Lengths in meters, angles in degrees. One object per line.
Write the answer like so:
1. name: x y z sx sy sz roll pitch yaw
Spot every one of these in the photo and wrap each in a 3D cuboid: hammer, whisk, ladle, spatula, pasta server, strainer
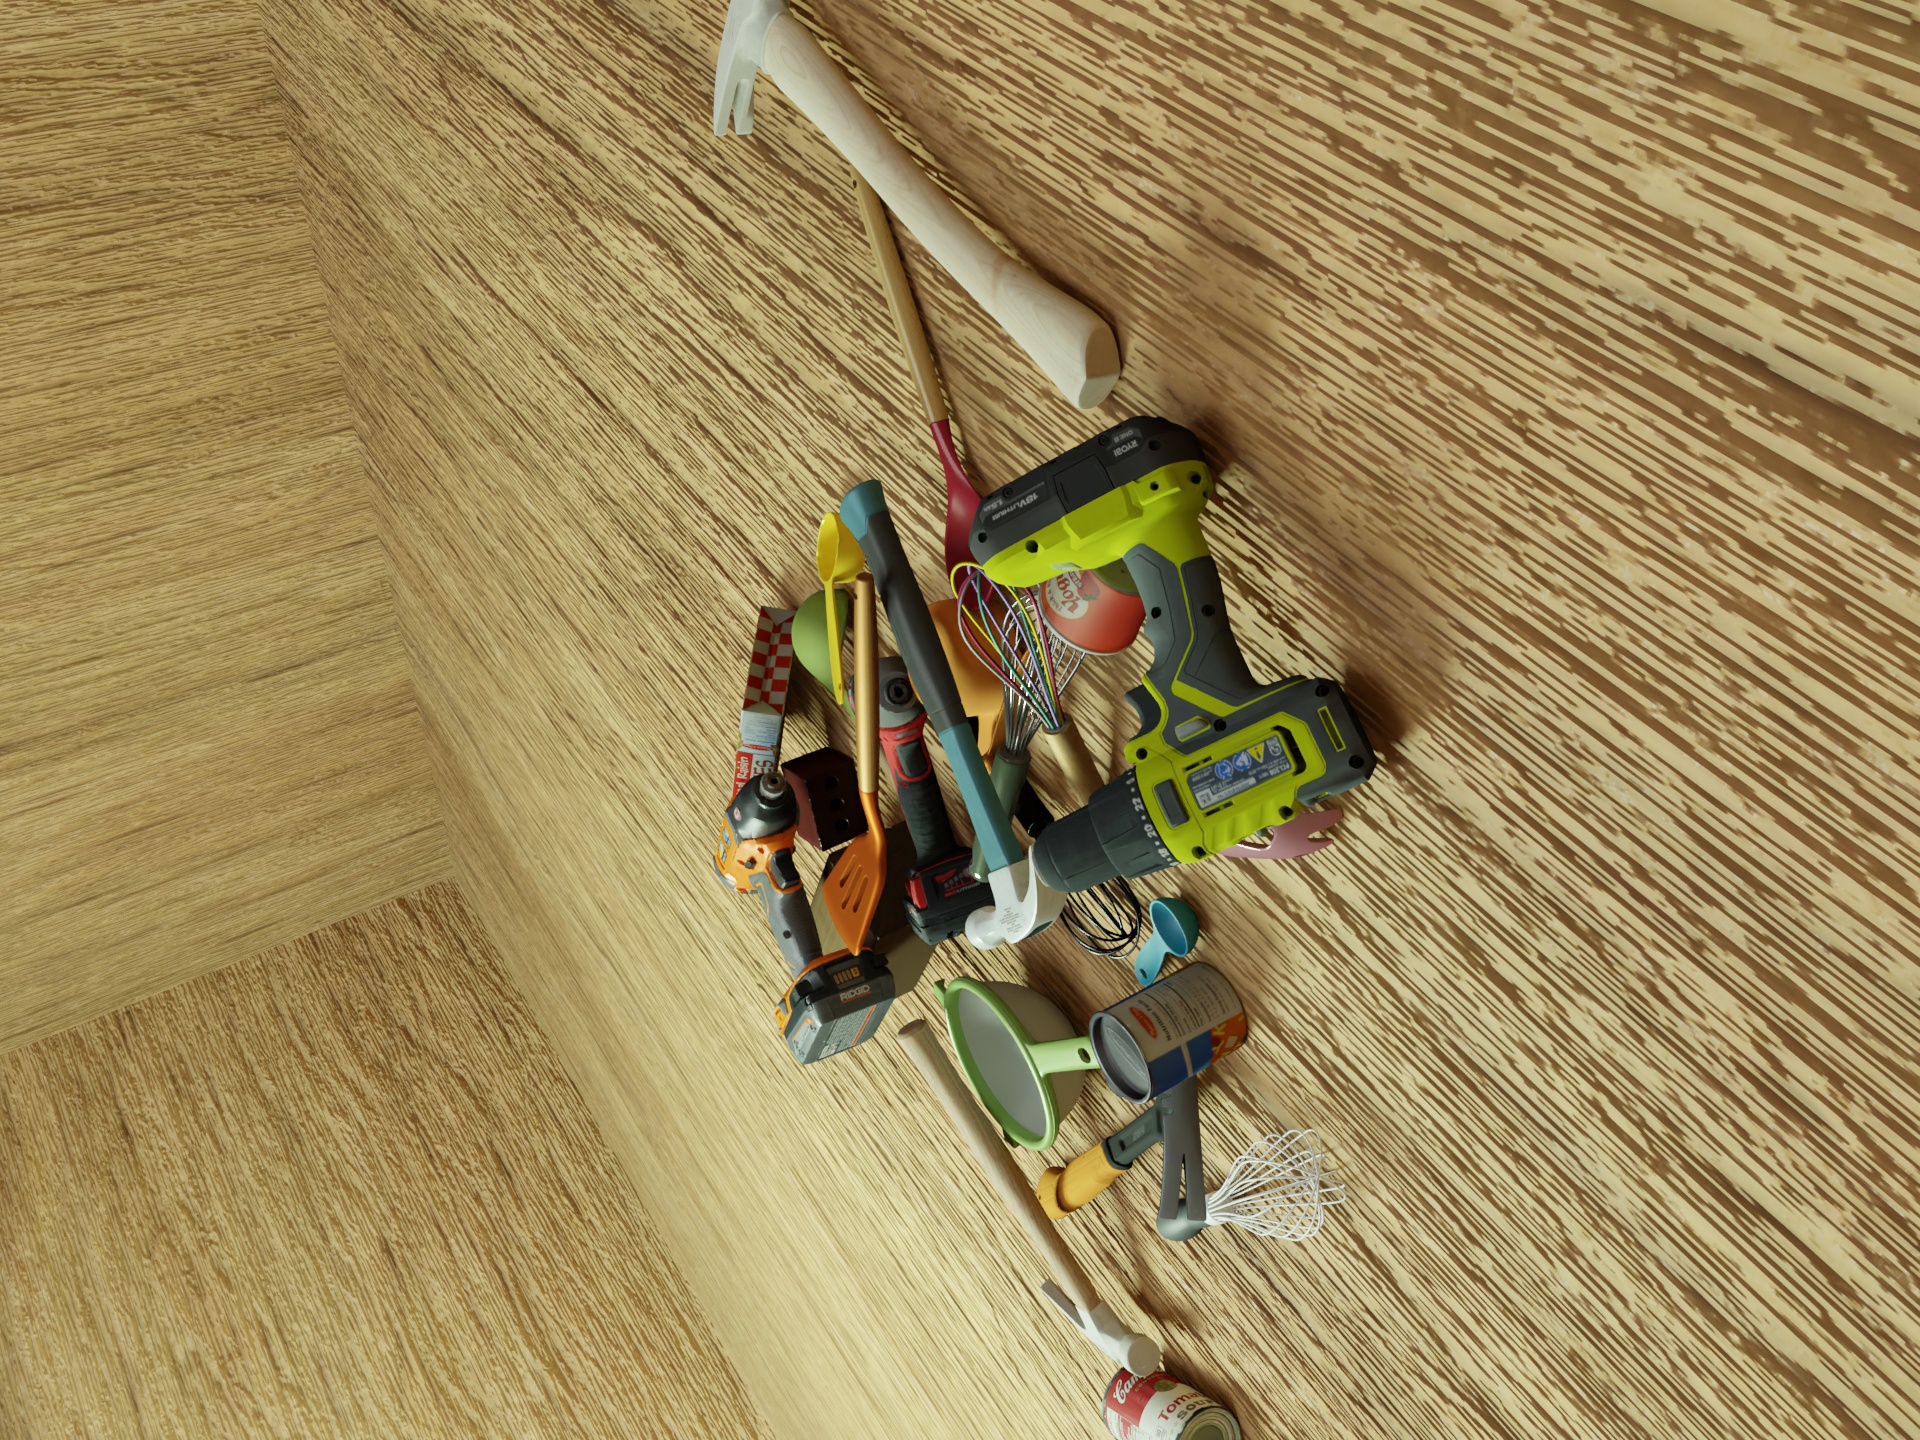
1. hammer: 0.045 0.388 1.311 0.331 0.031 0.130 58 161 -6
2. hammer: 0.115 0.348 1.228 0.336 0.034 0.127 115 157 -60
3. whisk: 0.189 0.332 1.100 0.070 0.070 0.284 60 158 14
4. ladle: -0.024 -0.230 1.096 0.069 0.031 0.315 -8 101 57
5. whisk: 0.058 0.078 1.160 0.239 0.055 0.055 54 151 35
6. spatula: -0.076 0.033 1.166 0.081 0.041 0.322 -125 28 -46
7. pasta server: 0.116 0.077 1.015 0.316 0.040 0.060 -20 92 58
8. hammer: -0.038 -0.333 1.014 0.411 0.038 0.146 53 141 25
9. ladle: -0.047 0.033 1.335 0.320 0.062 0.078 58 159 3
10. whisk: 0.040 0.016 1.100 0.058 0.059 0.246 -74 -2 -57
11. hammer: -0.011 -0.007 1.092 0.128 0.033 0.331 -29 81 58
12. whisk: 0.052 -0.015 1.026 0.051 0.047 0.244 -83 -28 -44
13. strainer: 0.073 0.249 1.225 0.151 0.069 0.256 64 154 3

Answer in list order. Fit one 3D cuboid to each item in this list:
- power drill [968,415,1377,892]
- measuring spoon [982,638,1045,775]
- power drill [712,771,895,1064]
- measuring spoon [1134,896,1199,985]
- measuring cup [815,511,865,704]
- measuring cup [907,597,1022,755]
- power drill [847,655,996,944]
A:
1. power drill: 0.095 -0.030 0.873 0.229 0.190 0.080 67 -162 11
2. measuring spoon: 0.039 -0.007 1.117 0.011 0.021 0.116 -112 38 -54
3. power drill: -0.138 0.157 1.341 0.227 0.084 0.164 62 153 23
4. measuring spoon: 0.142 0.155 1.097 0.042 0.021 0.128 57 161 21
5. measuring cup: -0.091 -0.090 1.271 0.062 0.029 0.156 155 112 -66
6. measuring cup: -0.002 -0.004 1.153 0.095 0.052 0.173 15 108 57
7. power drill: -0.029 0.055 1.238 0.143 0.078 0.219 172 79 -81
